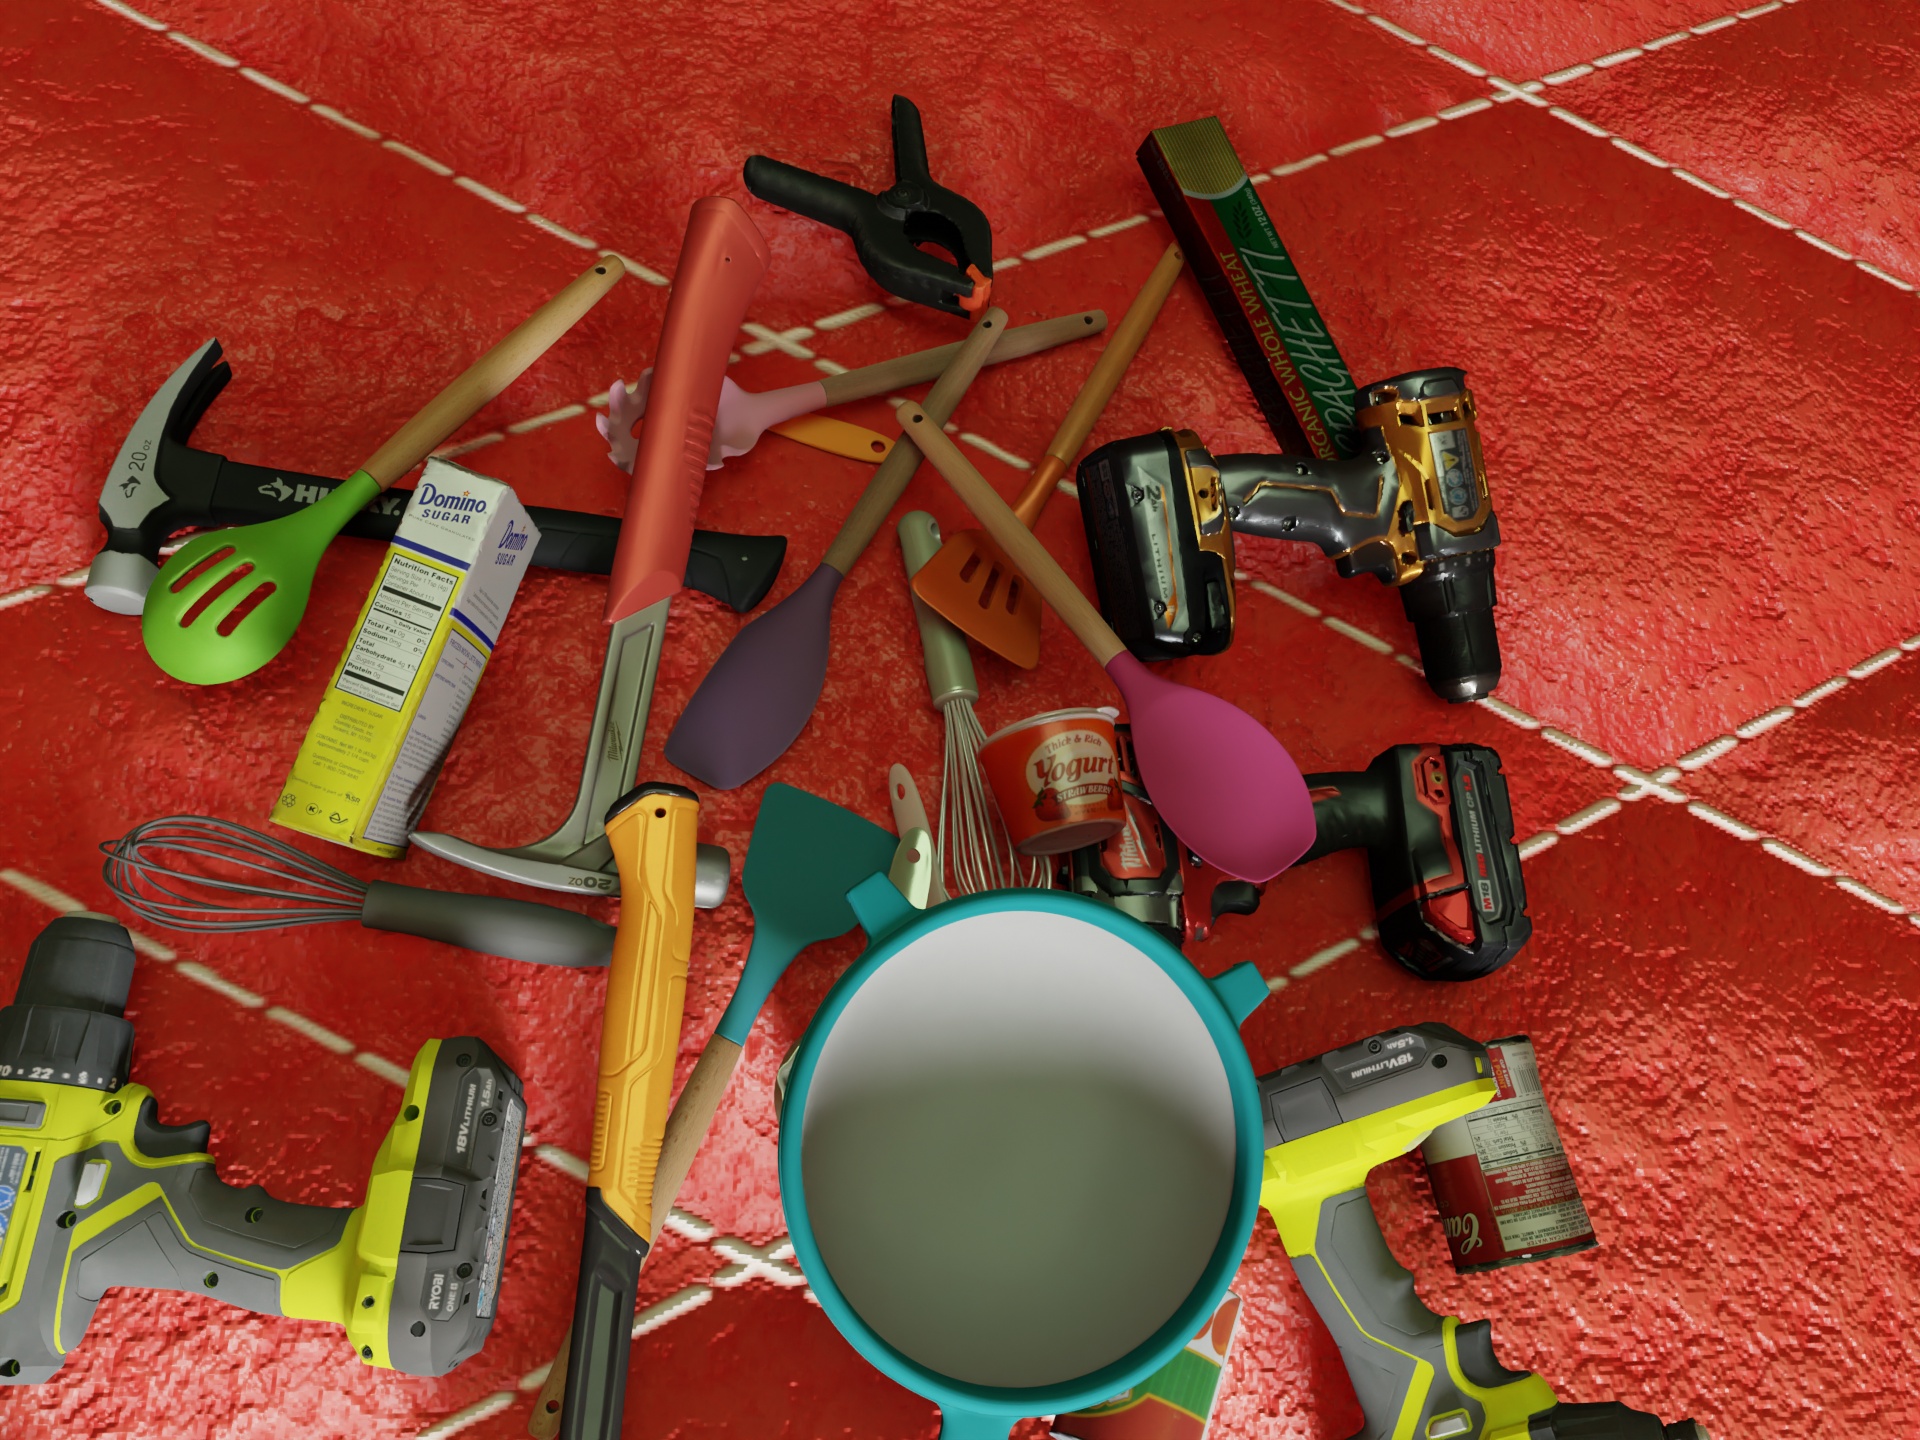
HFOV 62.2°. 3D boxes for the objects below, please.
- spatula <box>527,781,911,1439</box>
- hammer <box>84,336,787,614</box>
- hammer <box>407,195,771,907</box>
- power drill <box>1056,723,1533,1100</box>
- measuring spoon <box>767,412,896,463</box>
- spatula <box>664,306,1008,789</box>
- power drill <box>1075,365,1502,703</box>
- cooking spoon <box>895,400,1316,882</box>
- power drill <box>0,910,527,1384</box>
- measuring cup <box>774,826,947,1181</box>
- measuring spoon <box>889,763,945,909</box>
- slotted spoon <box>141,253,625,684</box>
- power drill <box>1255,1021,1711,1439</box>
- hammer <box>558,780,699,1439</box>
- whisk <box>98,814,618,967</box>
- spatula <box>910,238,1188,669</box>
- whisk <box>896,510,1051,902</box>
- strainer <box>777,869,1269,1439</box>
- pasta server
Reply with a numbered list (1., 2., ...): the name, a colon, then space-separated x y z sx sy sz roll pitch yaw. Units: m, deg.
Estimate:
1. spatula: -0.119 0.175 0.744 0.082 0.044 0.318 26 71 -2
2. hammer: -0.257 -0.106 0.821 0.334 0.035 0.146 7 68 -8
3. hammer: -0.160 -0.093 0.786 0.149 0.037 0.359 13 77 -21
4. power drill: 0.161 0.094 0.801 0.226 0.080 0.188 1 68 -7
5. measuring spoon: -0.088 -0.166 0.889 0.117 0.011 0.021 16 67 -4
6. spatula: -0.054 -0.099 0.851 0.060 0.018 0.316 27 73 11
7. power drill: 0.191 -0.086 0.865 0.226 0.084 0.185 -12 92 -15
8. cooking spoon: 0.064 -0.050 0.808 0.069 0.017 0.319 -36 72 -6
9. power drill: -0.309 0.183 0.676 0.228 0.080 0.191 6 68 -6
10. measuring cup: -0.041 0.133 0.757 0.083 0.038 0.168 17 71 -15
11. measuring spoon: -0.022 0.081 0.785 0.018 0.034 0.124 -2 72 -45
12. slotted spoon: -0.278 -0.138 0.796 0.070 0.031 0.314 39 67 3
13. power drill: 0.212 0.256 0.711 0.171 0.080 0.223 -26 69 21
14. hammer: -0.139 0.193 0.695 0.127 0.034 0.337 5 75 -8
15. whisk: -0.273 0.084 0.738 0.239 0.055 0.055 12 67 -10
16. spatula: 0.068 -0.166 0.903 0.081 0.041 0.323 34 65 -11
17. whisk: -0.001 -0.003 0.825 0.059 0.057 0.247 -20 65 17
18. strainer: 0.005 0.243 0.678 0.211 0.095 0.340 15 77 -14
19. pasta server: -0.050 -0.190 0.883 0.316 0.040 0.060 -20 90 -22
